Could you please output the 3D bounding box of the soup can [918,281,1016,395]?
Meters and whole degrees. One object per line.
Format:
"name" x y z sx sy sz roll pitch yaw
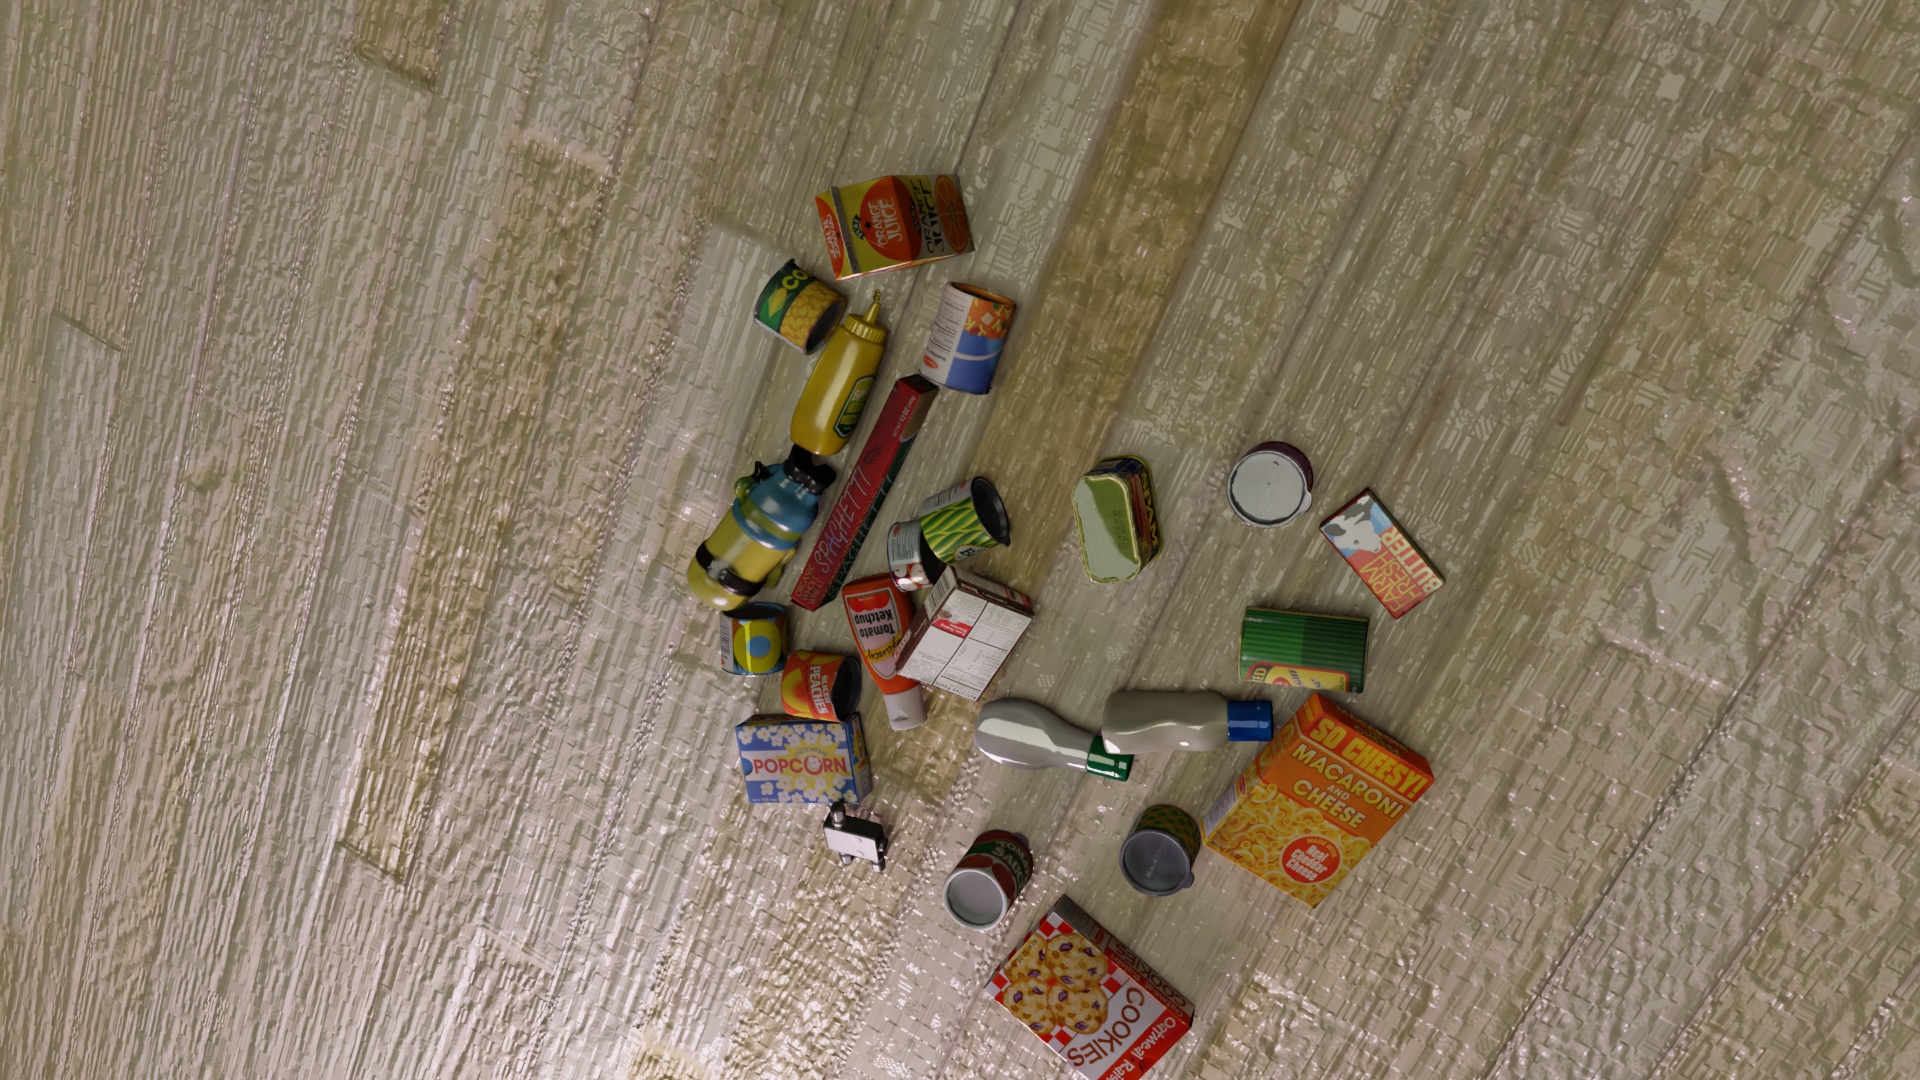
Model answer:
"soup can" 0.009 -0.179 1.233 0.071 0.071 0.083 23 109 14

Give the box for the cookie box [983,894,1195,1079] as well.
"cookie box" 0.124 0.446 1.350 0.167 0.040 0.122 39 112 7

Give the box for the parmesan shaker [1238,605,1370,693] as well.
"parmesan shaker" 0.294 0.093 1.187 0.103 0.071 0.071 5 104 19

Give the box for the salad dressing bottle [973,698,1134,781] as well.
"salad dressing bottle" 0.088 0.191 1.302 0.148 0.044 0.064 13 105 16

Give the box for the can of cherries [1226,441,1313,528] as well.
"can of cherries" 0.264 -0.047 1.173 0.071 0.058 0.071 4 103 19

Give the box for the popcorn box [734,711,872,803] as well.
"popcorn box" -0.157 0.220 1.401 0.126 0.038 0.085 -4 102 21

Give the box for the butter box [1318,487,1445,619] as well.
"butter box" 0.356 0.011 1.171 0.053 0.024 0.103 -40 87 23

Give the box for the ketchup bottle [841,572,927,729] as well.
"ketchup bottle" -0.067 0.107 1.338 0.064 0.044 0.148 -11 99 22

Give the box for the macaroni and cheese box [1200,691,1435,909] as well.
"macaroni and cheese box" 0.309 0.227 1.213 0.124 0.040 0.166 31 112 -10

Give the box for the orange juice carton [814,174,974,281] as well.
"orange juice carton" -0.060 -0.264 1.167 0.073 0.193 0.071 -10 100 23

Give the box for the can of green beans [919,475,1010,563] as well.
"can of green beans" 0.004 -0.018 1.271 0.057 0.071 0.071 -23 94 24

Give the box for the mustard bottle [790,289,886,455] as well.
"mustard bottle" -0.105 -0.156 1.280 0.049 0.065 0.159 30 107 16

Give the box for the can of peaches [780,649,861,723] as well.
"can of peaches" -0.137 0.142 1.357 0.058 0.071 0.071 6 105 20

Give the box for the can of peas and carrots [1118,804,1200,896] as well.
"can of peas and carrots" 0.187 0.286 1.279 0.071 0.059 0.070 5 105 19

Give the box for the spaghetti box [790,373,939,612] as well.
"spaghetti box" -0.092 -0.042 1.309 0.029 0.050 0.249 32 112 11

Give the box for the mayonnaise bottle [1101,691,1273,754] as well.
"mayonnaise bottle" 0.204 0.162 1.244 0.148 0.065 0.041 -2 120 17

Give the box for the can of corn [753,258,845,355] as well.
"can of corn" -0.147 -0.214 1.279 0.058 0.071 0.071 34 112 9

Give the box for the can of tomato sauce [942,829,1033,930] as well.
"can of tomato sauce" 0.028 0.325 1.333 0.071 0.083 0.071 5 105 19

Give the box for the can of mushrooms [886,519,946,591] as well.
"can of mushrooms" -0.040 0.014 1.296 0.033 0.071 0.071 -9 100 21

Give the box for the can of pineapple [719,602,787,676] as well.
"can of pineapple" -0.203 0.097 1.375 0.071 0.071 0.057 5 104 19
